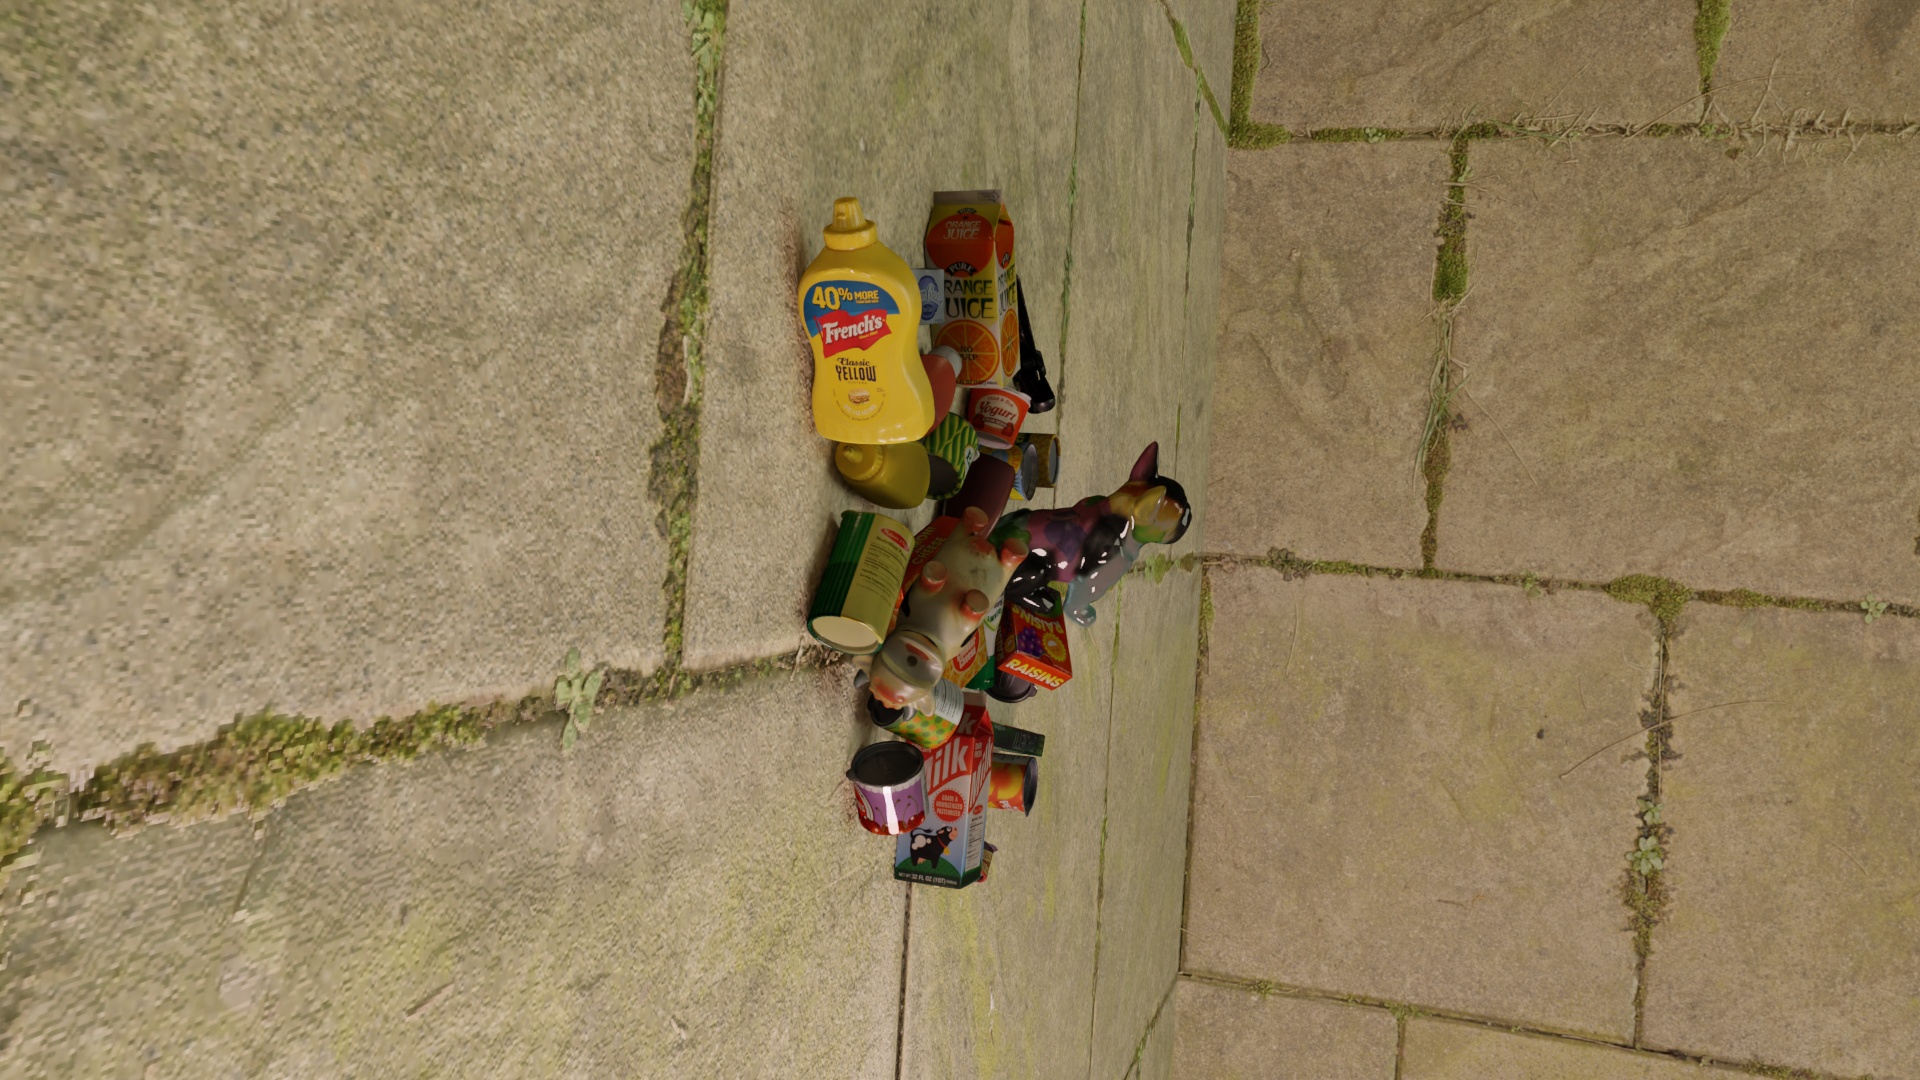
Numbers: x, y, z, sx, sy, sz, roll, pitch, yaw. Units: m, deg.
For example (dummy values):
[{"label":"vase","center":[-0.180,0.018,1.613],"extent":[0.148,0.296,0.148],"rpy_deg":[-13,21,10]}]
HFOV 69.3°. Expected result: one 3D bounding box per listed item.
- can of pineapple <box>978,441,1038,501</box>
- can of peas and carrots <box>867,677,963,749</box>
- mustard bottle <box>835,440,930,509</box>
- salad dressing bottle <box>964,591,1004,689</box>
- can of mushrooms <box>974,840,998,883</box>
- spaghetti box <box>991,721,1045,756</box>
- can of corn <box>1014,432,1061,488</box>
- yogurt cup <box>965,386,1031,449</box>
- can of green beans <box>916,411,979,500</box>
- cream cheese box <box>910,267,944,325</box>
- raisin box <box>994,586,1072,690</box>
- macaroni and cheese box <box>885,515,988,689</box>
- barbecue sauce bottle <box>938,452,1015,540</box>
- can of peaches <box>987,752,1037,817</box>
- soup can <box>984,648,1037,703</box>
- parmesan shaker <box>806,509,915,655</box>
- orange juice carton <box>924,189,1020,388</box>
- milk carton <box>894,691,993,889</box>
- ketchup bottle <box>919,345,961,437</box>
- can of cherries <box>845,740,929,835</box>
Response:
[{"label":"can of pineapple","center":[0.051,-0.079,1.558],"extent":[0.071,0.058,0.071],"rpy_deg":[2,91,-72]},{"label":"can of peas and carrots","center":[-0.041,0.150,1.265],"extent":[0.058,0.070,0.071],"rpy_deg":[31,58,-30]},{"label":"mustard bottle","center":[-0.072,-0.066,1.197],"extent":[0.160,0.049,0.065],"rpy_deg":[23,71,-70]},{"label":"salad dressing bottle","center":[0.021,0.088,1.518],"extent":[0.064,0.044,0.147],"rpy_deg":[-18,114,-54]},{"label":"can of mushrooms","center":[0.002,0.335,1.470],"extent":[0.070,0.071,0.033],"rpy_deg":[70,31,-52]},{"label":"spaghetti box","center":[0.047,0.230,1.620],"extent":[0.250,0.050,0.029],"rpy_deg":[34,63,-70]},{"label":"can of corn","center":[0.084,-0.097,1.656],"extent":[0.071,0.058,0.071],"rpy_deg":[2,91,-72]},{"label":"yogurt cup","center":[0.036,-0.133,1.497],"extent":[0.072,0.072,0.054],"rpy_deg":[44,60,-67]},{"label":"can of green beans","center":[-0.022,-0.081,1.318],"extent":[0.071,0.071,0.058],"rpy_deg":[77,25,-42]},{"label":"cream cheese box","center":[-0.042,-0.227,1.296],"extent":[0.104,0.024,0.053],"rpy_deg":[-31,121,-69]},{"label":"raisin box","center":[0.080,0.101,1.588],"extent":[0.086,0.040,0.124],"rpy_deg":[26,40,-30]},{"label":"macaroni and cheese box","center":[-0.029,0.078,1.333],"extent":[0.124,0.040,0.165],"rpy_deg":[-43,135,-45]},{"label":"barbecue sauce bottle","center":[0.005,-0.018,1.429],"extent":[0.043,0.065,0.149],"rpy_deg":[98,13,-66]},{"label":"can of peaches","center":[0.056,0.288,1.646],"extent":[0.071,0.058,0.071],"rpy_deg":[3,91,-73]},{"label":"soup can","center":[0.066,0.141,1.627],"extent":[0.084,0.071,0.071],"rpy_deg":[-60,149,-54]},{"label":"parmesan shaker","center":[-0.085,0.035,1.154],"extent":[0.071,0.071,0.103],"rpy_deg":[70,30,-51]},{"label":"orange juice carton","center":[0.013,-0.252,1.383],"extent":[0.073,0.072,0.191],"rpy_deg":[-54,144,-60]},{"label":"milk carton","center":[-0.014,0.246,1.401],"extent":[0.073,0.072,0.190],"rpy_deg":[17,78,-72]},{"label":"ketchup bottle","center":[-0.031,-0.146,1.297],"extent":[0.064,0.043,0.149],"rpy_deg":[46,25,-8]},{"label":"can of cherries","center":[-0.066,0.224,1.253],"extent":[0.072,0.071,0.058],"rpy_deg":[-58,148,-56]}]
